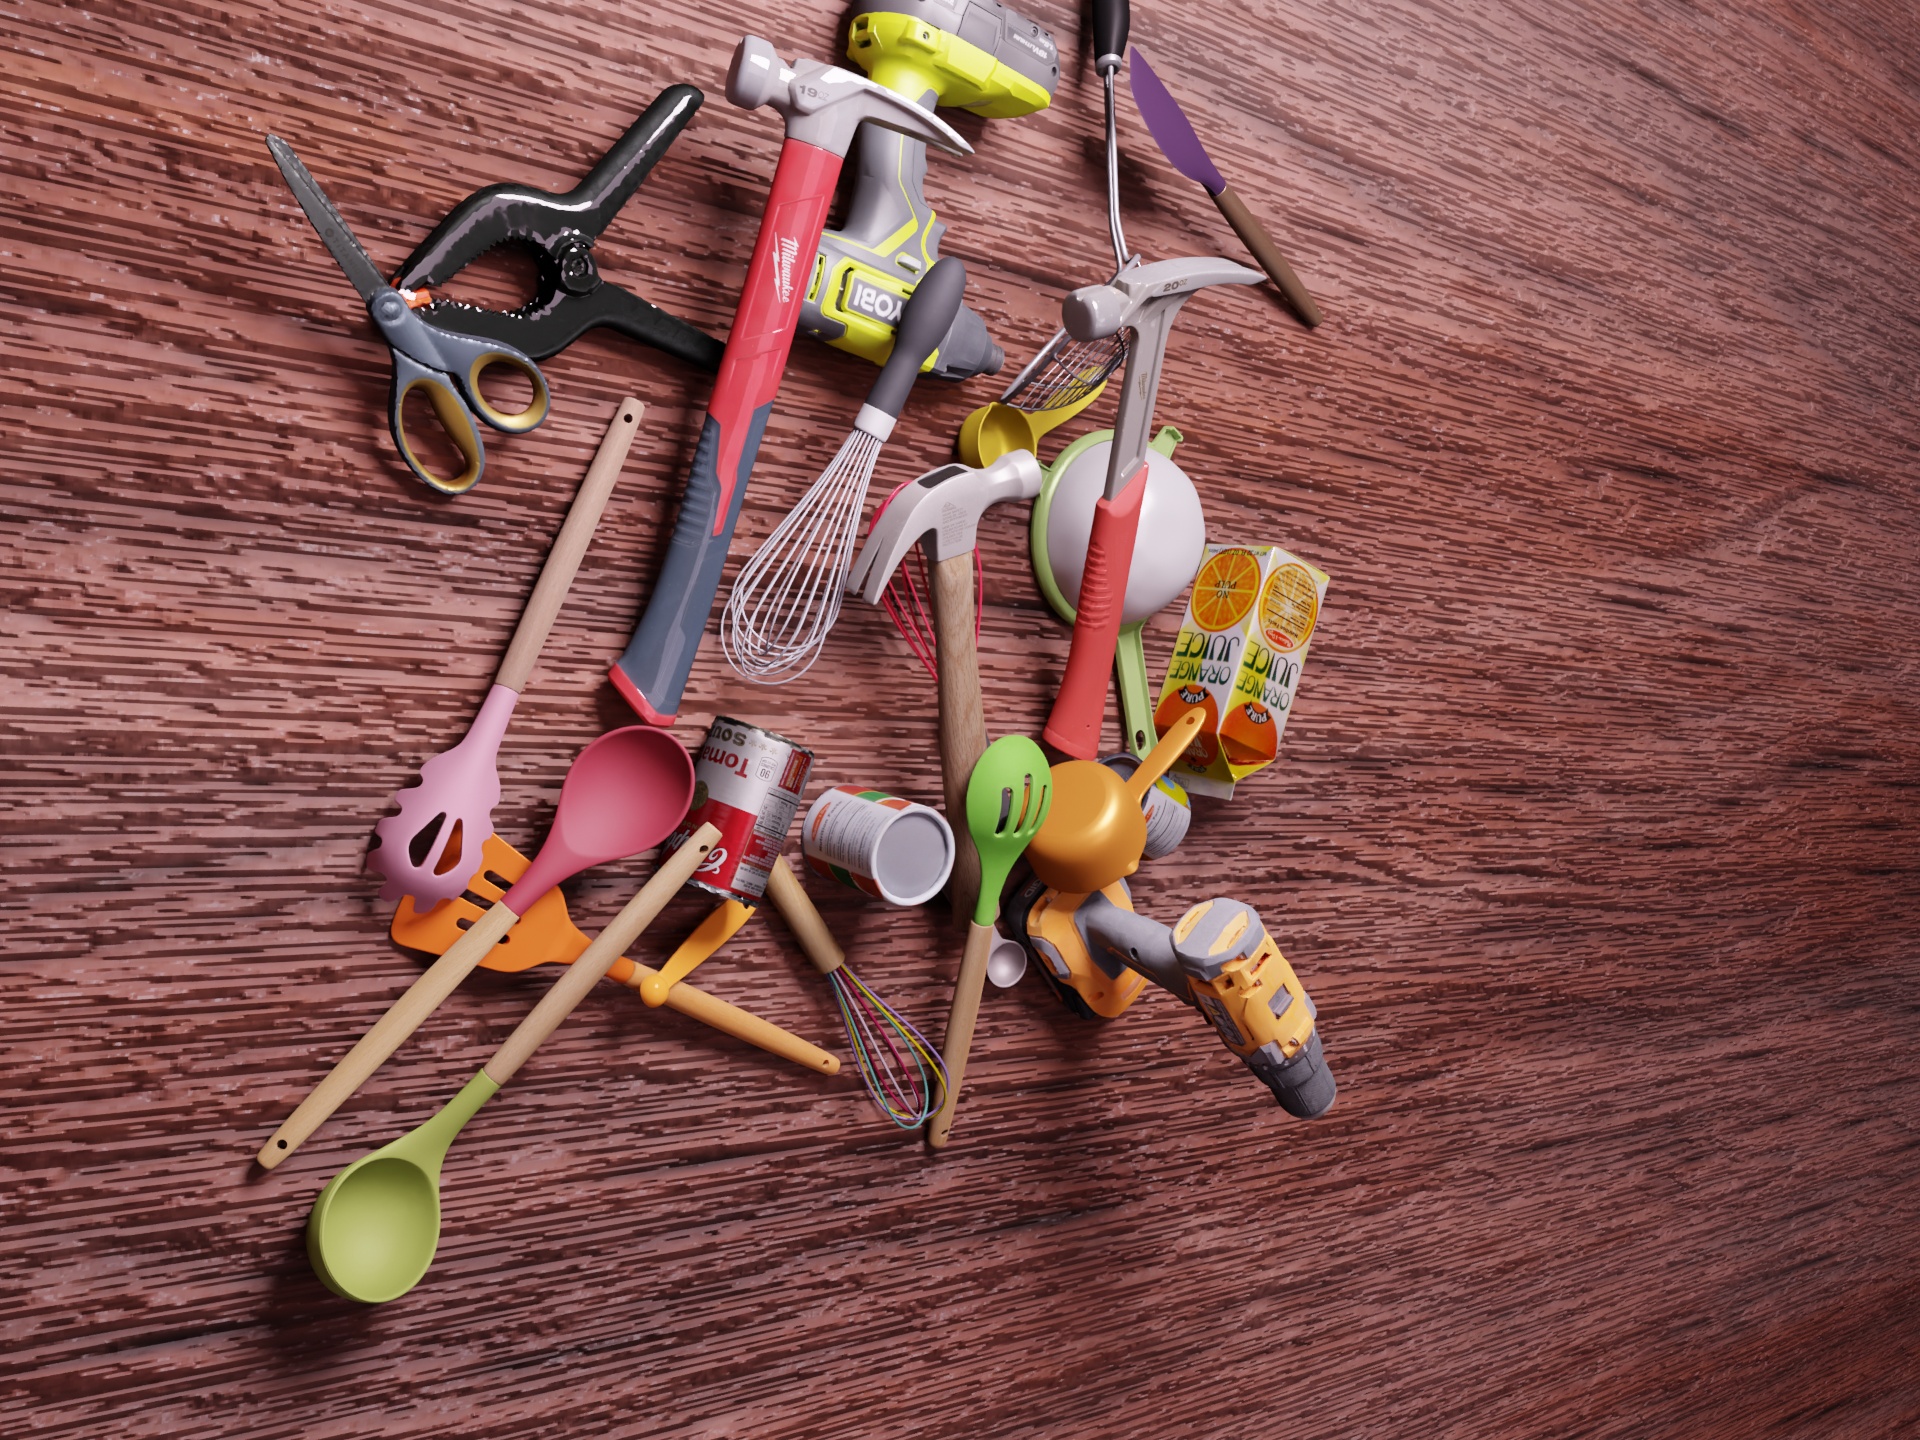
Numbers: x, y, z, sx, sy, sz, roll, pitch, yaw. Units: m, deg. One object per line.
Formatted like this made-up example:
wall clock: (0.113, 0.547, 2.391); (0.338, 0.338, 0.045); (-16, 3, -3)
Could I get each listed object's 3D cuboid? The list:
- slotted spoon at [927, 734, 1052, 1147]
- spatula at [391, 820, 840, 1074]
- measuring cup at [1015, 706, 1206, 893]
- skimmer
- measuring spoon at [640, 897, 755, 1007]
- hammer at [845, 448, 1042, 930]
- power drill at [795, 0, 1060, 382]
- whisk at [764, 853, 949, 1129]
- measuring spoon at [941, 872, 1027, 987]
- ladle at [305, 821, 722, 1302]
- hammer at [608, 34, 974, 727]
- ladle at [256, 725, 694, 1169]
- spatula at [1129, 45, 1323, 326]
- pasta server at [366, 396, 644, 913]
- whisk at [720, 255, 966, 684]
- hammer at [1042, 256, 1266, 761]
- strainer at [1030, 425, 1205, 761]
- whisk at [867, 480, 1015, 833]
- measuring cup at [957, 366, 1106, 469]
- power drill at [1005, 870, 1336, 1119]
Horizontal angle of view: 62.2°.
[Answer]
slotted spoon: (0.012, 0.159, 1.084); (0.070, 0.031, 0.313); (-4, 115, -35)
spatula: (-0.191, 0.160, 0.979); (0.322, 0.041, 0.081); (36, 76, -40)
measuring cup: (0.109, 0.040, 1.116); (0.173, 0.095, 0.052); (-47, 136, -12)
skimmer: (0.073, -0.382, 1.052); (0.090, 0.127, 0.363); (3, 81, -18)
measuring spoon: (-0.157, 0.138, 0.984); (0.117, 0.011, 0.021); (-45, 116, -46)
hammer: (-0.002, -0.003, 1.029); (0.130, 0.031, 0.331); (-21, 123, -28)
power drill: (-0.021, -0.333, 1.001); (0.171, 0.080, 0.223); (13, 93, -37)
whisk: (-0.079, 0.180, 1.058); (0.051, 0.047, 0.244); (-47, 118, -36)
measuring spoon: (0.008, 0.139, 1.135); (0.034, 0.018, 0.124); (-40, 112, -21)
ladle: (-0.240, 0.185, 0.893); (0.320, 0.062, 0.078); (-49, 128, -10)
hammer: (-0.113, -0.178, 0.925); (0.143, 0.038, 0.386); (14, 99, -22)
ladle: (-0.269, 0.125, 0.886); (0.069, 0.031, 0.315); (44, 78, -5)
spatula: (0.197, -0.369, 1.152); (0.315, 0.018, 0.060); (30, 56, -50)
pasta server: (-0.247, -0.042, 0.899); (0.060, 0.040, 0.316); (26, 76, -23)
whisk: (-0.068, -0.152, 0.968); (0.070, 0.070, 0.284); (23, 96, -37)
hammer: (0.109, -0.127, 1.062); (0.149, 0.037, 0.358); (-21, 134, -34)
strainer: (0.135, -0.084, 1.159); (0.151, 0.069, 0.256); (-19, 107, -34)
whisk: (-0.003, -0.024, 1.075); (0.073, 0.073, 0.295); (-32, 122, -29)
measuring cup: (0.052, -0.211, 1.111); (0.156, 0.029, 0.062); (-42, 118, -39)
power drill: (0.154, 0.187, 1.116); (0.084, 0.226, 0.185); (-46, 121, -22)
